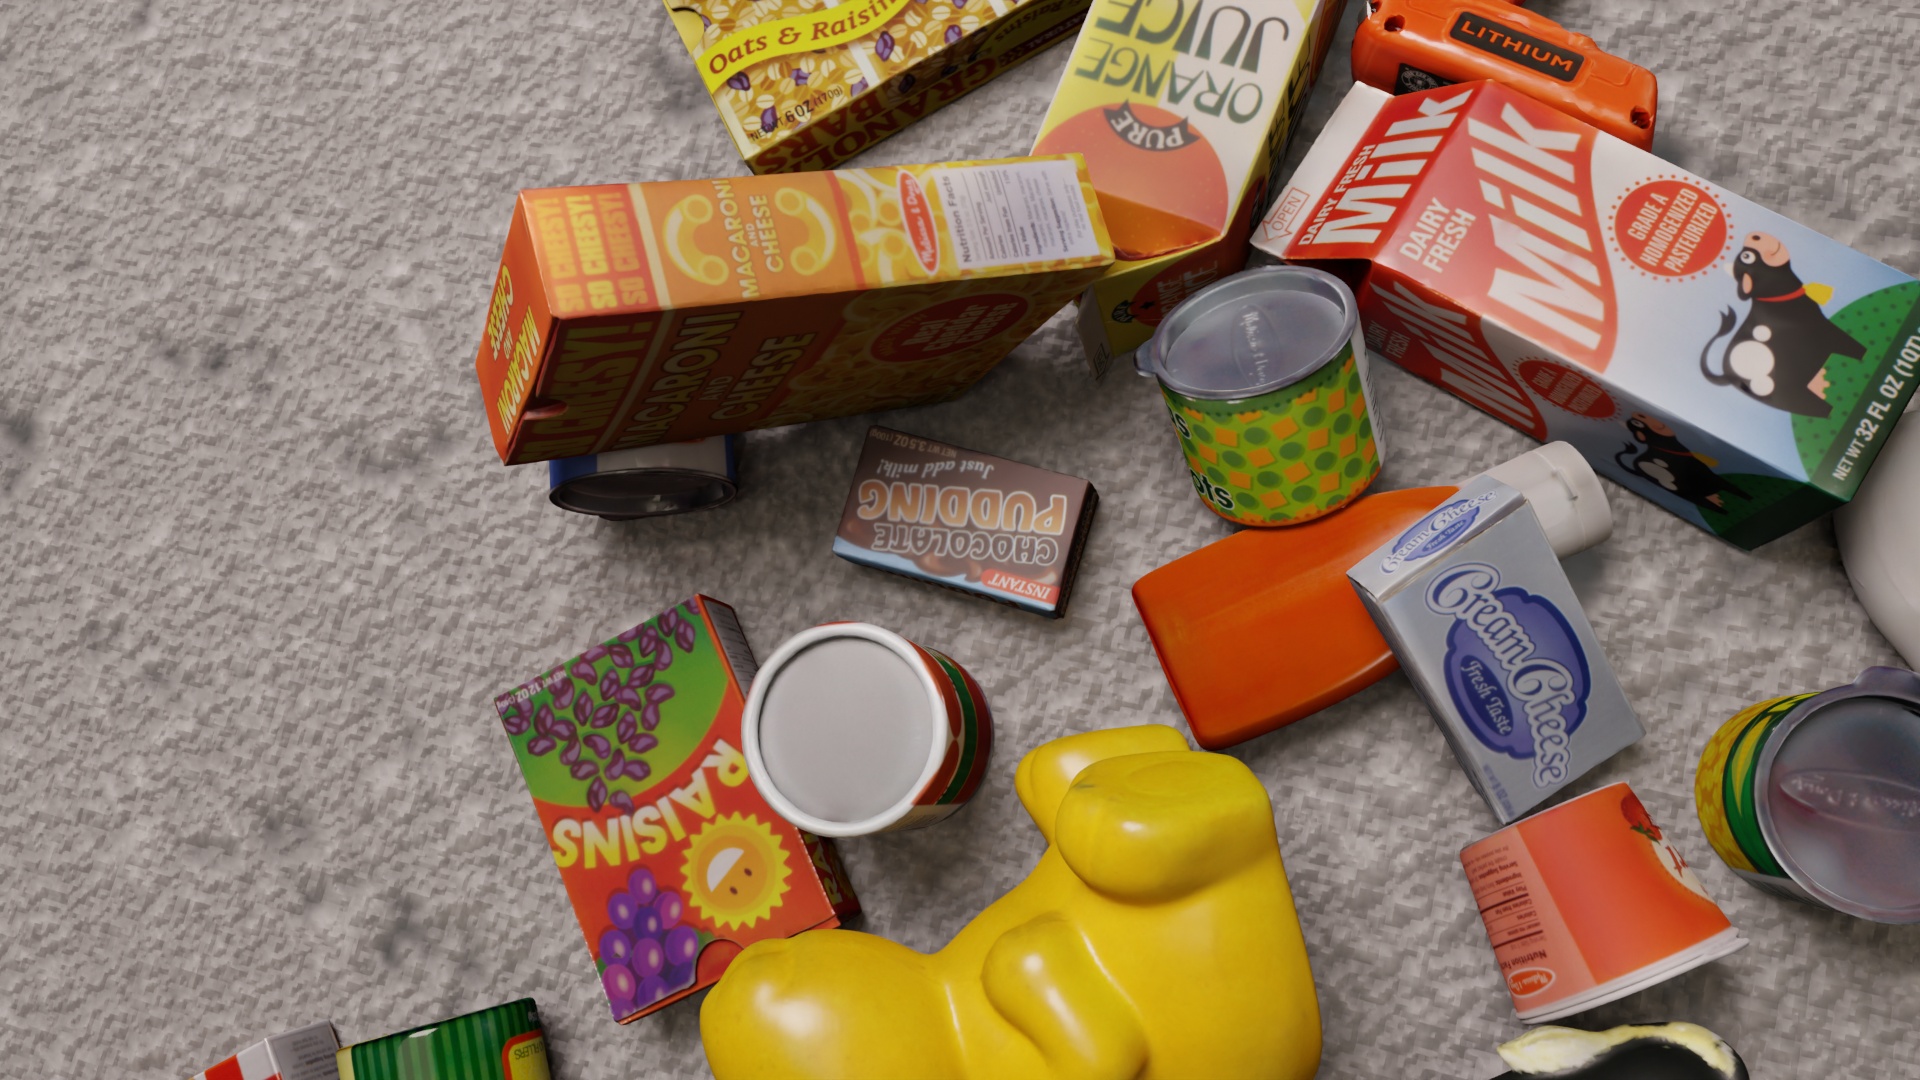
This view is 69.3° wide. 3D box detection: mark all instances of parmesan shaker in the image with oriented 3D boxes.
[{"bbox_3d":[-0.165,0.212,0.462,0.071,0.071,0.103,-17,77,7],"label":"parmesan shaker"}]

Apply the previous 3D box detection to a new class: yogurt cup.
[{"bbox_3d":[0.189,0.108,0.420,0.072,0.072,0.054,-25,69,6],"label":"yogurt cup"}]

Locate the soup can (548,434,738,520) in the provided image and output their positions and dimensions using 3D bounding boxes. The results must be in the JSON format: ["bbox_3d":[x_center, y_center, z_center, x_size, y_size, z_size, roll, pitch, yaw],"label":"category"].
[{"bbox_3d":[-0.118,-0.055,0.507,0.071,0.071,0.084,-8,78,9],"label":"soup can"}]

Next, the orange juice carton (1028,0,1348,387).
[{"bbox_3d":[0.078,-0.151,0.483,0.073,0.071,0.193,21,84,14],"label":"orange juice carton"}]

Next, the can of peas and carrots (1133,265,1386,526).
[{"bbox_3d":[0.099,-0.046,0.454,0.071,0.058,0.071,-16,39,14],"label":"can of peas and carrots"}]

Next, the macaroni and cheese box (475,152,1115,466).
[{"bbox_3d":[-0.055,-0.069,0.429,0.167,0.123,0.040,-12,80,-27],"label":"macaroni and cheese box"}]

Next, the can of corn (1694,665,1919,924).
[{"bbox_3d":[0.263,0.075,0.414,0.071,0.058,0.071,-2,80,11],"label":"can of corn"}]

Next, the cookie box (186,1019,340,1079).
[{"bbox_3d":[-0.255,0.275,0.483,0.123,0.040,0.167,-28,76,5],"label":"cookie box"}]

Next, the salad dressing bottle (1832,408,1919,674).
[{"bbox_3d":[0.314,0.032,0.421,0.064,0.044,0.148,-11,79,6],"label":"salad dressing bottle"}]

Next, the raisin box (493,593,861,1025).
[{"bbox_3d":[-0.099,0.093,0.489,0.086,0.040,0.123,-26,77,4],"label":"raisin box"}]

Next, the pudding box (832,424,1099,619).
[{"bbox_3d":[0.002,-0.006,0.492,0.084,0.030,0.049,15,84,13],"label":"pudding box"}]

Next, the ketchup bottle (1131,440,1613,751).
[{"bbox_3d":[0.135,0.013,0.457,0.149,0.043,0.065,-24,70,5],"label":"ketchup bottle"}]

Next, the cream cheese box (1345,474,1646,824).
[{"bbox_3d":[0.166,0.035,0.427,0.053,0.024,0.103,-35,114,3],"label":"cream cheese box"}]

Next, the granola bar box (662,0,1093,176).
[{"bbox_3d":[-0.031,-0.227,0.534,0.165,0.039,0.124,-28,76,4],"label":"granola bar box"}]

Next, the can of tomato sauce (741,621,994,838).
[{"bbox_3d":[-0.029,0.061,0.458,0.071,0.083,0.071,-2,80,10],"label":"can of tomato sauce"}]

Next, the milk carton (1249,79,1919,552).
[{"bbox_3d":[0.194,-0.080,0.447,0.191,0.073,0.072,33,85,15],"label":"milk carton"}]
